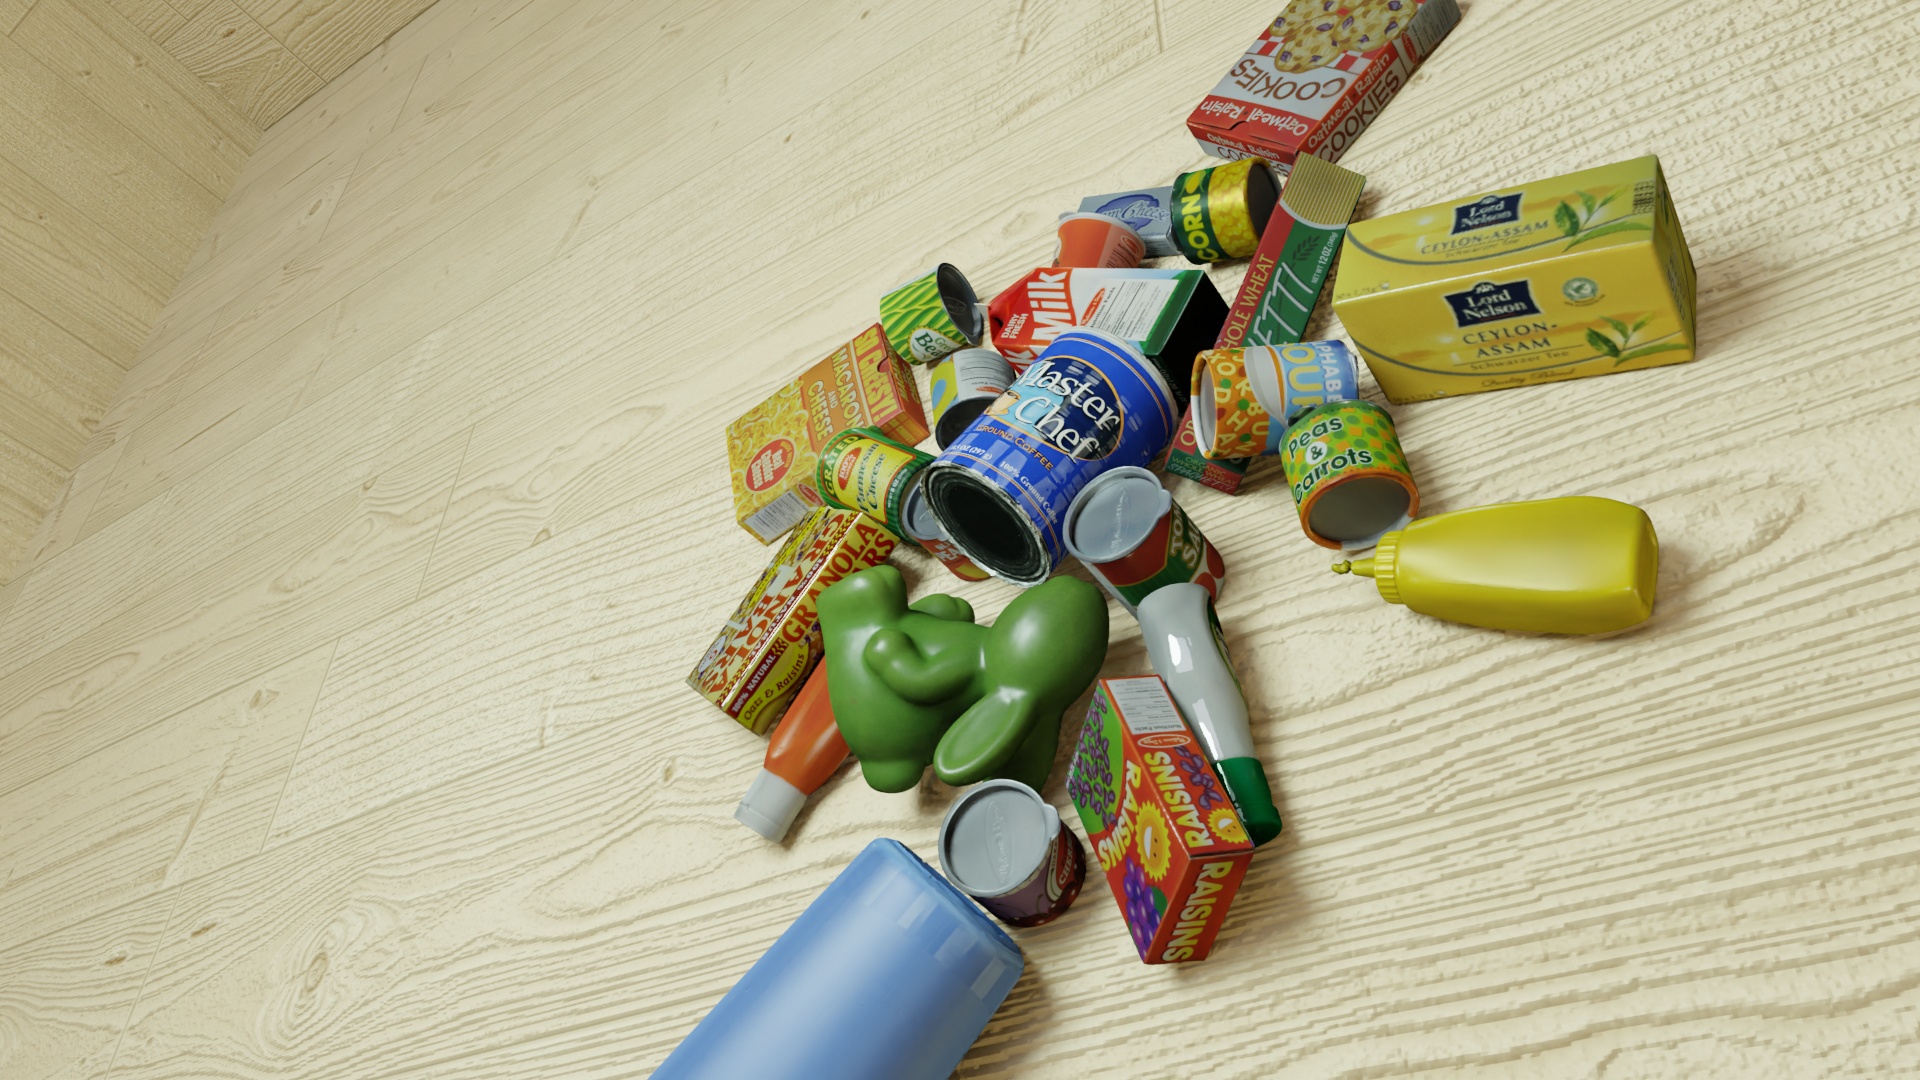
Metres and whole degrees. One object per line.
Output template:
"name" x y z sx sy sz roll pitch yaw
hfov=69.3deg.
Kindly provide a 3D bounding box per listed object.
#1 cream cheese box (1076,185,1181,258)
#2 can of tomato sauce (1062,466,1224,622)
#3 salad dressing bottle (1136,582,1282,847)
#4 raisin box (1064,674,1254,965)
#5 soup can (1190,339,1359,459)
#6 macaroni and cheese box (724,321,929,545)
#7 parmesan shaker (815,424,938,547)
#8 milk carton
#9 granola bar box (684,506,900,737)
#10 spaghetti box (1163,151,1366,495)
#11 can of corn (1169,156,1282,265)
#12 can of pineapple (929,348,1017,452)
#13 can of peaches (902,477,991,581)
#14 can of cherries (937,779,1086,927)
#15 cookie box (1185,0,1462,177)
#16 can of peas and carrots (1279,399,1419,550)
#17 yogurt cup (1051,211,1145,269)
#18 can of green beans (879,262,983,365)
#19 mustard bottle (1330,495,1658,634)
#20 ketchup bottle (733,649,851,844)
"cream cheese box" 0.130 -0.241 1.063 0.104 0.024 0.053 5 60 43
"can of tomato sauce" 0.112 0.005 0.826 0.071 0.083 0.071 -23 45 25
"salad dressing bottle" 0.135 0.094 0.754 0.044 0.064 0.148 -16 54 5
"raisin box" 0.100 0.143 0.722 0.124 0.040 0.085 -113 30 -48
"soup can" 0.185 -0.084 0.821 0.084 0.071 0.072 -5 47 -4
"macaroni and cheese box" -0.113 -0.088 1.130 0.166 0.040 0.124 -33 42 15
"parmesan shaker" -0.050 -0.043 1.017 0.103 0.071 0.071 23 74 48
"milk carton" 0.094 -0.142 0.974 0.190 0.072 0.073 12 66 44
"granola bar box" -0.123 0.052 0.992 0.166 0.039 0.124 -55 20 -11
"spaghetti box" 0.200 -0.145 0.902 0.050 0.028 0.251 23 69 7
"can of corn" 0.186 -0.229 0.970 0.058 0.071 0.071 -4 55 38
"can of pineapple" 0.011 -0.096 1.011 0.071 0.071 0.058 -28 41 20
"can of peaches" 0.003 -0.012 0.953 0.071 0.058 0.071 -22 46 25
"can of cherries" 0.032 0.173 0.767 0.071 0.058 0.072 -14 52 20
"cookie box" 0.264 -0.347 1.023 0.167 0.040 0.123 -49 40 -3
"can of peas and carrots" 0.217 -0.037 0.781 0.071 0.071 0.059 -26 45 23
"yogurt cup" 0.098 -0.202 1.028 0.072 0.072 0.054 4 69 43
"can of green beans" -0.023 -0.180 1.110 0.057 0.071 0.071 -22 46 27
"mustard bottle" 0.268 0.013 0.713 0.160 0.048 0.065 -1 58 41
"ketchup bottle" -0.097 0.130 0.932 0.065 0.043 0.149 15 68 53
